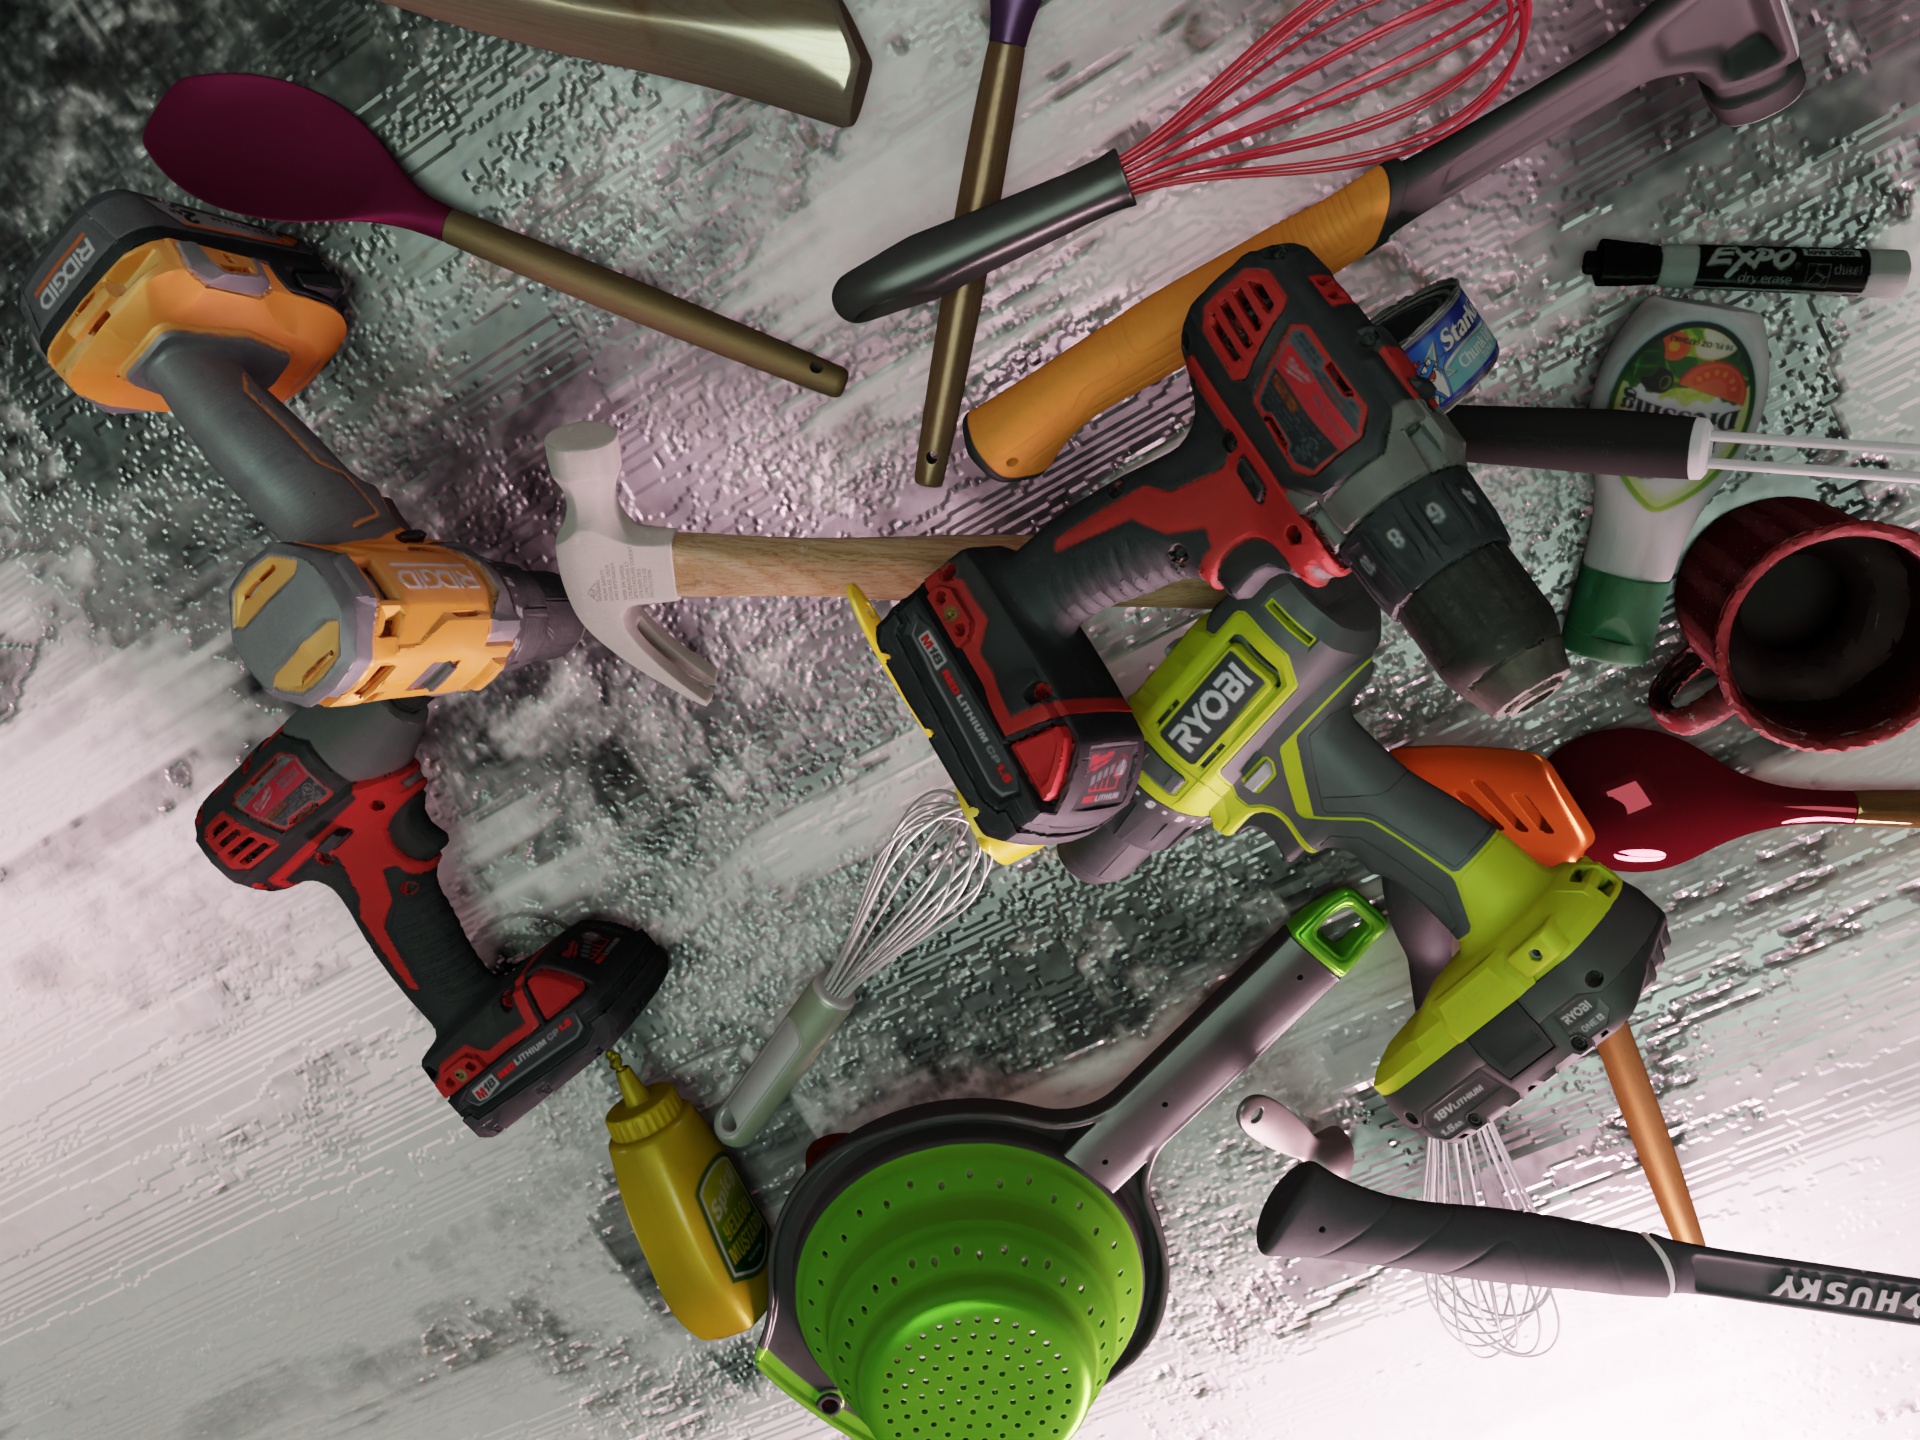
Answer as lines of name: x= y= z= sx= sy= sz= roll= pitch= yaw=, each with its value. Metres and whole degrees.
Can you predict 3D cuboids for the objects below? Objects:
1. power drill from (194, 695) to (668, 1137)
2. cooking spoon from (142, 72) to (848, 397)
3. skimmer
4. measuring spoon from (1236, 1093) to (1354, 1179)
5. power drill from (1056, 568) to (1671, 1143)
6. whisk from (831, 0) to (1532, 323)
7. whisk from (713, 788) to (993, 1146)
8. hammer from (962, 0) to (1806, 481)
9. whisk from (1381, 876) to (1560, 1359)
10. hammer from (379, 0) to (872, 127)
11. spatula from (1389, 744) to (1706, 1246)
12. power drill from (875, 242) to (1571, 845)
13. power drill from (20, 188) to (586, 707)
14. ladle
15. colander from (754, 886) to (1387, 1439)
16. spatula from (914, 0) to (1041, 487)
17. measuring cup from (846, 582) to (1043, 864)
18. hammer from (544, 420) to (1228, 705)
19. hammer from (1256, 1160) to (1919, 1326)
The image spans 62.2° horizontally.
power drill: x=-0.256 y=0.082 z=0.782 sx=0.143 sy=0.078 sz=0.219 roll=-39 pitch=97 yaw=18
cooking spoon: x=-0.199 y=-0.206 z=0.694 sx=0.319 sy=0.017 sz=0.069 roll=21 pitch=72 yaw=-2
skimmer: x=0.313 y=-0.089 z=0.547 sx=0.363 sy=0.090 sz=0.127 roll=12 pitch=106 yaw=35
measuring spoon: x=0.161 y=0.200 z=0.753 sx=0.034 sy=0.018 sz=0.124 roll=-55 pitch=138 yaw=-4
power drill: x=0.158 y=0.062 z=0.679 sx=0.228 sy=0.080 sz=0.190 roll=45 pitch=127 yaw=11
whisk: x=0.083 y=-0.221 z=0.623 sx=0.296 sy=0.073 sz=0.073 roll=-21 pitch=105 yaw=13
whisk: x=-0.059 y=0.129 z=0.785 sx=0.058 sy=0.059 sz=0.246 roll=51 pitch=119 yaw=30
hammer: x=0.134 y=-0.186 z=0.604 sx=0.337 sy=0.034 sz=0.127 roll=-27 pitch=149 yaw=29
whisk: x=0.234 y=0.180 z=0.756 sx=0.070 sy=0.070 sz=0.284 roll=-12 pitch=104 yaw=12
hammer: x=-0.240 y=-0.307 z=0.660 sx=0.410 sy=0.038 sz=0.146 roll=16 pitch=112 yaw=2
spatula: x=0.292 y=0.138 z=0.737 sx=0.081 sy=0.041 sz=0.322 roll=1 pitch=122 yaw=55
power drill: x=0.094 y=-0.039 z=0.598 sx=0.226 sy=0.080 sz=0.188 roll=-40 pitch=70 yaw=29
power drill: x=-0.266 y=-0.106 z=0.684 sx=0.084 sy=0.185 sz=0.226 roll=-40 pitch=81 yaw=19
ladle: x=0.416 y=0.040 z=0.696 sx=0.315 sy=0.031 sz=0.069 roll=1 pitch=110 yaw=6
colander: x=0.060 y=0.237 z=0.756 sx=0.204 sy=0.094 sz=0.397 roll=40 pitch=103 yaw=-14
spatula: x=0.012 y=-0.251 z=0.653 sx=0.060 sy=0.018 sz=0.315 roll=12 pitch=110 yaw=4
measuring cup: x=-0.001 y=-0.002 z=0.706 sx=0.029 sy=0.062 sz=0.156 roll=-23 pitch=118 yaw=18
hammer: x=-0.013 y=-0.065 z=0.706 sx=0.331 sy=0.031 sz=0.130 roll=2 pitch=125 yaw=3
hammer: x=0.336 y=0.256 z=0.730 sx=0.409 sy=0.036 sz=0.149 roll=9 pitch=98 yaw=-5
